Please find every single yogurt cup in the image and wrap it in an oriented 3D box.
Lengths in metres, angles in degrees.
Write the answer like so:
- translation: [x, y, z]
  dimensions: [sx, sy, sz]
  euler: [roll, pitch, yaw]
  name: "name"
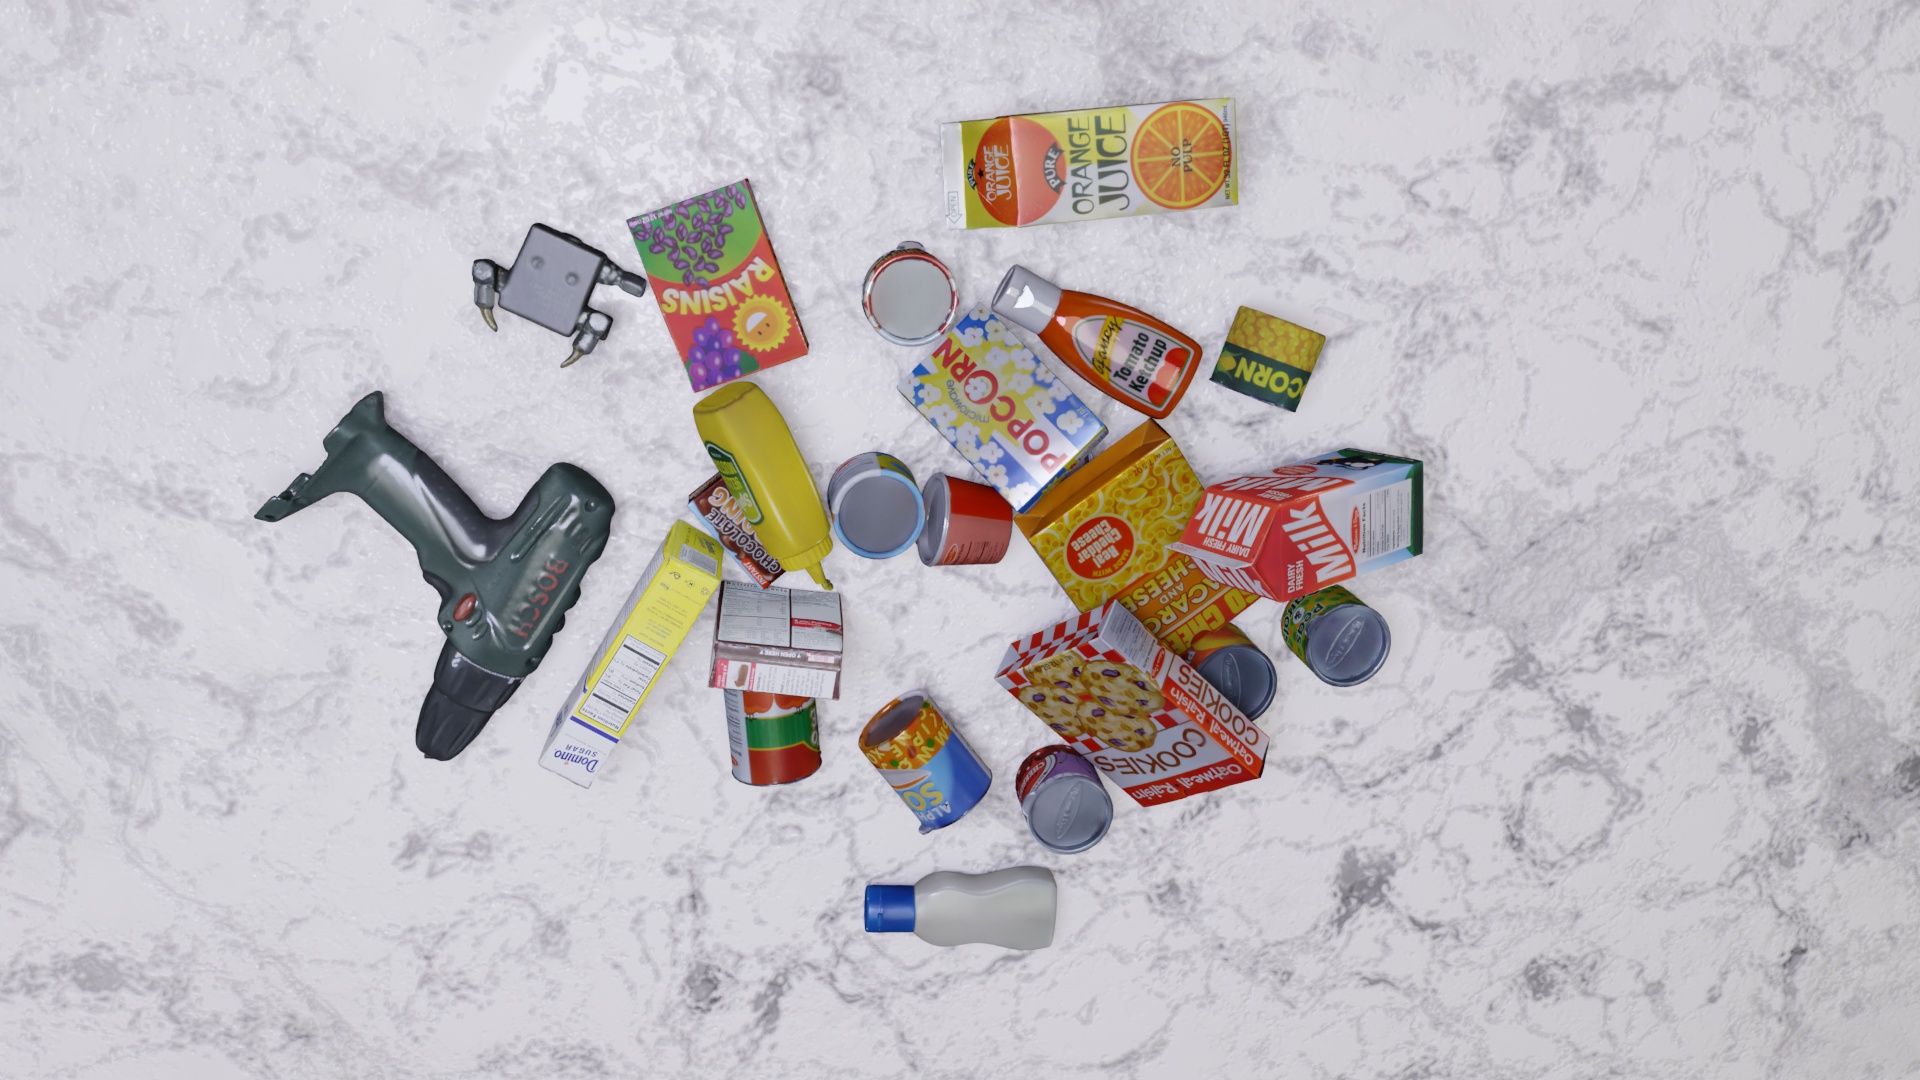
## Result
- translation: [0.004, -0.012, 0.995]
  dimensions: [0.054, 0.072, 0.072]
  euler: [6, 105, -18]
  name: "yogurt cup"

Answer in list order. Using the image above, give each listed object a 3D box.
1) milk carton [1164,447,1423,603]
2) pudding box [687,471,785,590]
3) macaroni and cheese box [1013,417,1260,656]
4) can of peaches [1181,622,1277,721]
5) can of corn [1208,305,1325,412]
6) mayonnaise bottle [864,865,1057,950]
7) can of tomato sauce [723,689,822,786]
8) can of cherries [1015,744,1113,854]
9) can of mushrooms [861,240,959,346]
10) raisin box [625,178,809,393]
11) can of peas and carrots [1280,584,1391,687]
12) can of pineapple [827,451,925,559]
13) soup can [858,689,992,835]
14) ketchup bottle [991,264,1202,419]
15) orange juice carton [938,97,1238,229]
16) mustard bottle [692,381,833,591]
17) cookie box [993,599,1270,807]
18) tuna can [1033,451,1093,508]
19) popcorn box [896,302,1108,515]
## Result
- translation: [0.239, -0.009, 0.985]
  dimensions: [0.191, 0.072, 0.073]
  euler: [-15, 109, -32]
  name: "milk carton"
- translation: [-0.150, -0.012, 0.990]
  dimensions: [0.049, 0.030, 0.083]
  euler: [-37, 107, 3]
  name: "pudding box"
- translation: [0.134, 0.012, 1.012]
  dimensions: [0.123, 0.040, 0.166]
  euler: [-36, 121, 3]
  name: "macaroni and cheese box"
- translation: [0.197, 0.100, 1.055]
  dimensions: [0.071, 0.058, 0.071]
  euler: [-2, 106, -7]
  name: "can of peaches"
- translation: [0.219, -0.129, 0.989]
  dimensions: [0.071, 0.071, 0.058]
  euler: [18, 102, -12]
  name: "can of corn"
- translation: [-0.001, 0.288, 1.089]
  dimensions: [0.148, 0.041, 0.064]
  euler: [2, 104, -8]
  name: "mayonnaise bottle"
- translation: [-0.136, 0.127, 1.012]
  dimensions: [0.071, 0.071, 0.082]
  euler: [-5, 106, -6]
  name: "can of tomato sauce"
- translation: [0.076, 0.196, 1.064]
  dimensions: [0.071, 0.058, 0.071]
  euler: [-2, 107, -7]
  name: "can of cherries"
- translation: [-0.035, -0.170, 0.961]
  dimensions: [0.071, 0.033, 0.070]
  euler: [-2, 106, -7]
  name: "can of mushrooms"
- translation: [-0.163, -0.172, 0.940]
  dimensions: [0.086, 0.040, 0.123]
  euler: [-20, 106, -2]
  name: "raisin box"
- translation: [0.283, 0.070, 1.059]
  dimensions: [0.071, 0.059, 0.070]
  euler: [-2, 105, -7]
  name: "can of peas and carrots"
- translation: [-0.059, -0.024, 0.985]
  dimensions: [0.071, 0.058, 0.070]
  euler: [-2, 106, -8]
  name: "can of pineapple"
- translation: [-0.028, 0.165, 1.035]
  dimensions: [0.071, 0.071, 0.083]
  euler: [-37, 107, 3]
  name: "soup can"
- translation: [0.094, -0.144, 0.981]
  dimensions: [0.149, 0.043, 0.064]
  euler: [26, 100, -13]
  name: "ketchup bottle"
- translation: [0.083, -0.253, 0.934]
  dimensions: [0.193, 0.073, 0.071]
  euler: [-7, 106, -6]
  name: "orange juice carton"
- translation: [-0.124, -0.029, 0.942]
  dimensions: [0.049, 0.065, 0.159]
  euler: [-35, 112, -22]
  name: "mustard bottle"
- translation: [0.126, 0.126, 1.024]
  dimensions: [0.167, 0.122, 0.040]
  euler: [42, 51, -16]
  name: "cookie box"
- translation: [0.063, -0.056, 1.006]
  dimensions: [0.071, 0.033, 0.071]
  euler: [-2, 106, -7]
  name: "tuna can"
- translation: [0.029, -0.091, 0.963]
  dimensions: [0.085, 0.038, 0.127]
  euler: [-45, 80, 6]
  name: "popcorn box"
